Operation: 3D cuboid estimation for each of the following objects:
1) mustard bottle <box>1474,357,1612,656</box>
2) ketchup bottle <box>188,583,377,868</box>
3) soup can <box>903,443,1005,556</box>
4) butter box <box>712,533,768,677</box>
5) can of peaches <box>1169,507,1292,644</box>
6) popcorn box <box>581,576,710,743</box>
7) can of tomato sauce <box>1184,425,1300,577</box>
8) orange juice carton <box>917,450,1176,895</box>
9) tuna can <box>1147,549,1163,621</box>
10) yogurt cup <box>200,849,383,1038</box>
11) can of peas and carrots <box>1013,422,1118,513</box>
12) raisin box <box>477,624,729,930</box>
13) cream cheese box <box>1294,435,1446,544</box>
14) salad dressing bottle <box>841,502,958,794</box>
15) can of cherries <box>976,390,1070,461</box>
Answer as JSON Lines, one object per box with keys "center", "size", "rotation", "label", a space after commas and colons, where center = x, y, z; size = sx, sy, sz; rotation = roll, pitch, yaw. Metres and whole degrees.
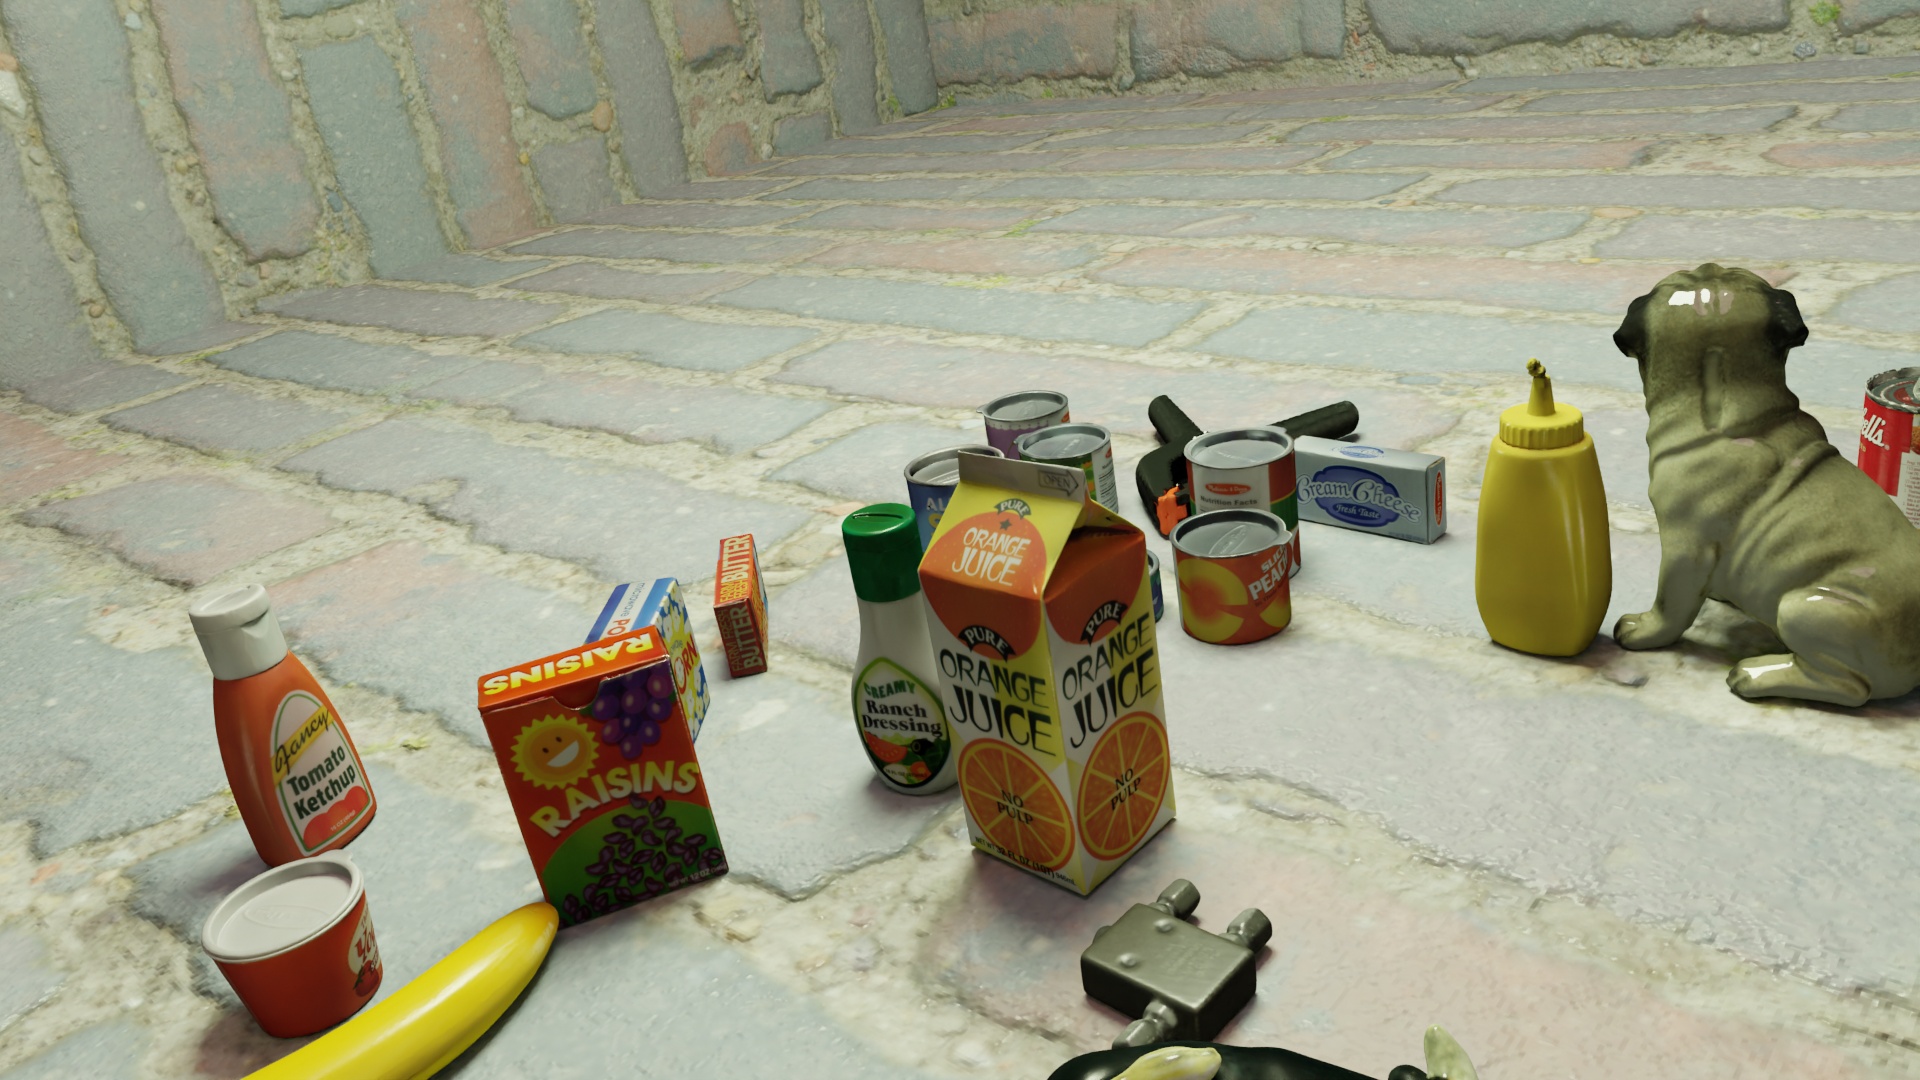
{"center": [0.302, -0.019, 0.718], "size": [0.065, 0.159, 0.049], "rotation": [13, 32, 41], "label": "mustard bottle"}
{"center": [-0.358, 0.096, 0.726], "size": [0.043, 0.148, 0.065], "rotation": [2, 26, 25], "label": "ketchup bottle"}
{"center": [0.003, -0.011, 0.908], "size": [0.071, 0.083, 0.071], "rotation": [-8, 24, 4], "label": "soup can"}
{"center": [-0.139, 0.040, 0.885], "size": [0.024, 0.053, 0.104], "rotation": [-11, 24, -3], "label": "butter box"}
{"center": [0.160, 0.021, 0.808], "size": [0.071, 0.057, 0.071], "rotation": [-8, 24, 4], "label": "can of peaches"}
{"center": [-0.175, 0.085, 0.758], "size": [0.038, 0.085, 0.127], "rotation": [-8, 24, 5], "label": "popcorn box"}
{"center": [0.177, -0.021, 0.865], "size": [0.071, 0.082, 0.071], "rotation": [-8, 24, 4], "label": "can of tomato sauce"}
{"center": [0.039, 0.052, 0.618], "size": [0.072, 0.191, 0.073], "rotation": [13, 32, 42], "label": "orange juice carton"}
{"center": [0.091, 0.029, 0.847], "size": [0.071, 0.032, 0.071], "rotation": [-8, 24, 4], "label": "tuna can"}
{"center": [-0.295, 0.184, 0.623], "size": [0.072, 0.053, 0.073], "rotation": [-8, 24, 4], "label": "yogurt cup"}
{"center": [0.075, -0.045, 0.986], "size": [0.071, 0.058, 0.071], "rotation": [-8, 24, 4], "label": "can of peas and carrots"}
{"center": [-0.166, 0.111, 0.651], "size": [0.086, 0.123, 0.040], "rotation": [-16, 24, -14], "label": "raisin box"}
{"center": [0.260, -0.034, 0.897], "size": [0.104, 0.053, 0.024], "rotation": [15, 33, 43], "label": "cream cheese box"}
{"center": [-0.029, 0.055, 0.694], "size": [0.064, 0.147, 0.044], "rotation": [2, 26, 25], "label": "salad dressing bottle"}
{"center": [0.051, -0.078, 1.068], "size": [0.071, 0.058, 0.072], "rotation": [-8, 24, 4], "label": "can of cherries"}
